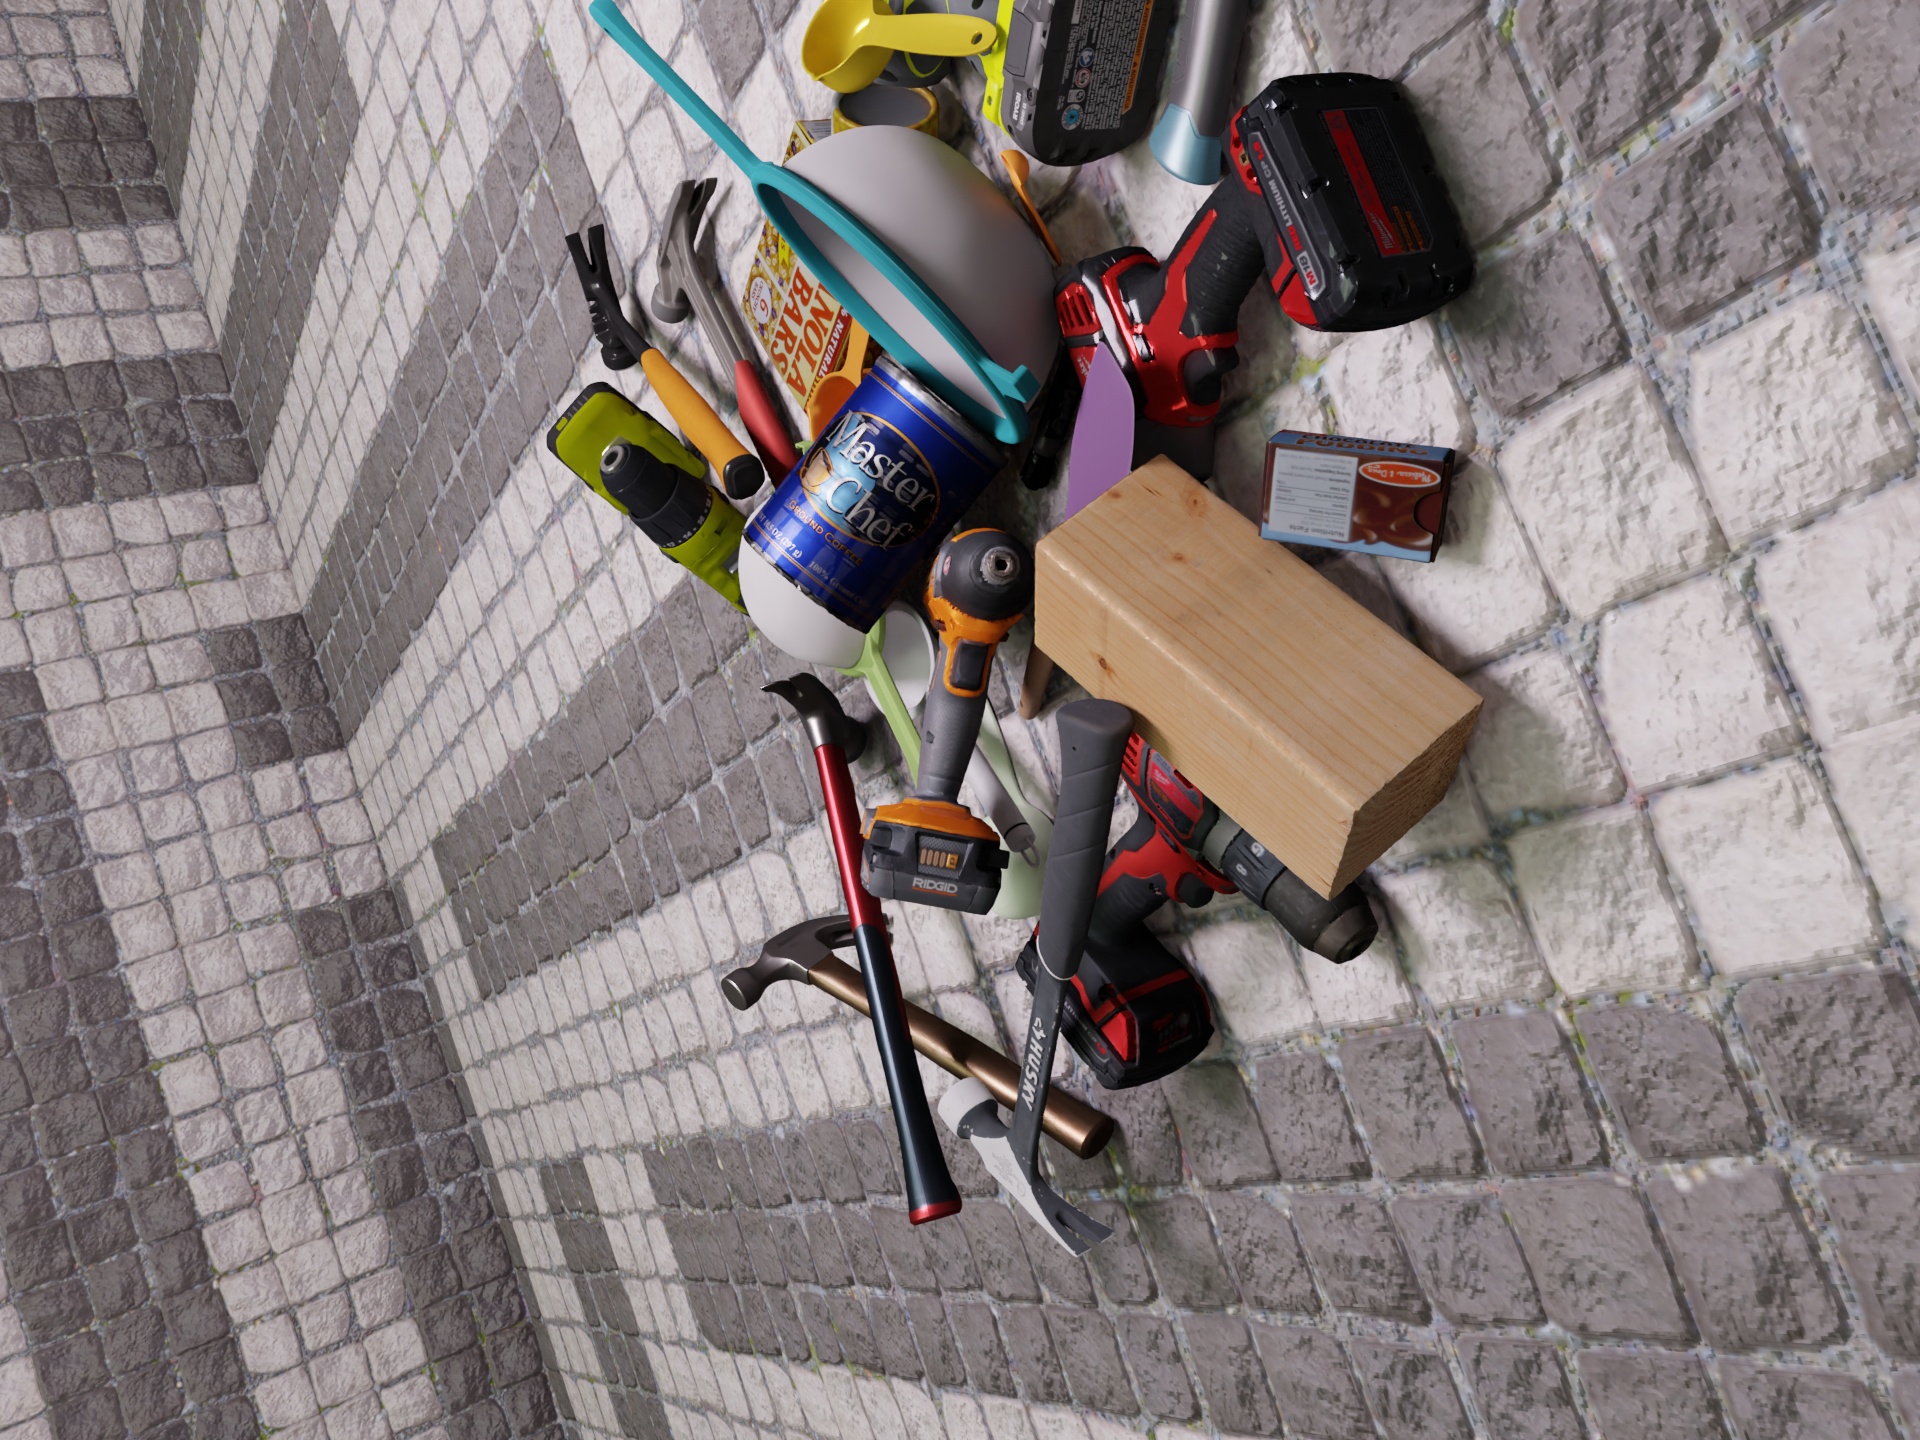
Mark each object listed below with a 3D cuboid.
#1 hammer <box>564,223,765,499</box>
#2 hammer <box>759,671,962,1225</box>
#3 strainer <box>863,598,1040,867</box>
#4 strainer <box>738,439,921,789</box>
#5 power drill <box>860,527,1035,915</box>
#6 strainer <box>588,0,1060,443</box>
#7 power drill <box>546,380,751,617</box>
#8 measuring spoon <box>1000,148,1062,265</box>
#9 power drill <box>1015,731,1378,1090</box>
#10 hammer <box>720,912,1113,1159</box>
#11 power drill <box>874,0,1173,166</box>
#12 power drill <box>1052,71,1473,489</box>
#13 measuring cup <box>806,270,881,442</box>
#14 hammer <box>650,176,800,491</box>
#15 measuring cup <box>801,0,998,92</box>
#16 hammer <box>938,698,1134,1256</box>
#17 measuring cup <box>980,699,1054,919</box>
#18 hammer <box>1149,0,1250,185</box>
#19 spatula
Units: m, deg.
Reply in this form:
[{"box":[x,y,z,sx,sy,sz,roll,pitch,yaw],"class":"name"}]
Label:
[{"box":[-0.234,-0.276,1.261,0.337,0.034,0.127,50,158,43],"class":"hammer"},{"box":[-0.066,0.153,1.113,0.143,0.038,0.387,51,-158,-66],"class":"hammer"},{"box":[-0.007,0.003,1.075,0.259,0.050,0.086,57,137,36],"class":"strainer"},{"box":[-0.093,-0.052,1.087,0.257,0.069,0.151,63,154,22],"class":"strainer"},{"box":[-0.002,-0.003,0.950,0.164,0.084,0.226,155,125,-83],"class":"power drill"},{"box":[-0.057,-0.307,0.897,0.340,0.095,0.211,45,180,-4],"class":"strainer"},{"box":[-0.238,-0.183,1.254,0.080,0.190,0.229,-49,45,2],"class":"power drill"},{"box":[0.043,-0.279,0.867,0.021,0.011,0.116,57,-172,18],"class":"measuring spoon"},{"box":[0.132,0.114,0.911,0.188,0.080,0.226,50,137,32],"class":"power drill"},{"box":[-0.024,0.230,1.176,0.331,0.130,0.031,23,134,37],"class":"hammer"},{"box":[0.017,-0.408,0.856,0.223,0.080,0.171,48,140,39],"class":"power drill"},{"box":[0.133,-0.198,0.774,0.219,0.078,0.143,-31,78,59],"class":"power drill"},{"box":[-0.051,-0.229,1.057,0.095,0.052,0.173,45,136,37],"class":"measuring cup"},{"box":[-0.147,-0.229,1.206,0.359,0.036,0.149,64,152,15],"class":"hammer"},{"box":[-0.027,-0.363,0.854,0.157,0.029,0.062,26,94,42],"class":"measuring cup"},{"box":[0.055,0.152,0.914,0.149,0.036,0.408,44,143,36],"class":"hammer"},{"box":[0.022,0.055,1.080,0.083,0.038,0.167,-27,80,57],"class":"measuring cup"},{"box":[0.132,-0.414,0.718,0.128,0.033,0.330,42,136,41],"class":"hammer"},{"box":[0.061,-0.087,0.911,0.315,0.018,0.060,102,149,-58],"class":"spatula"}]
